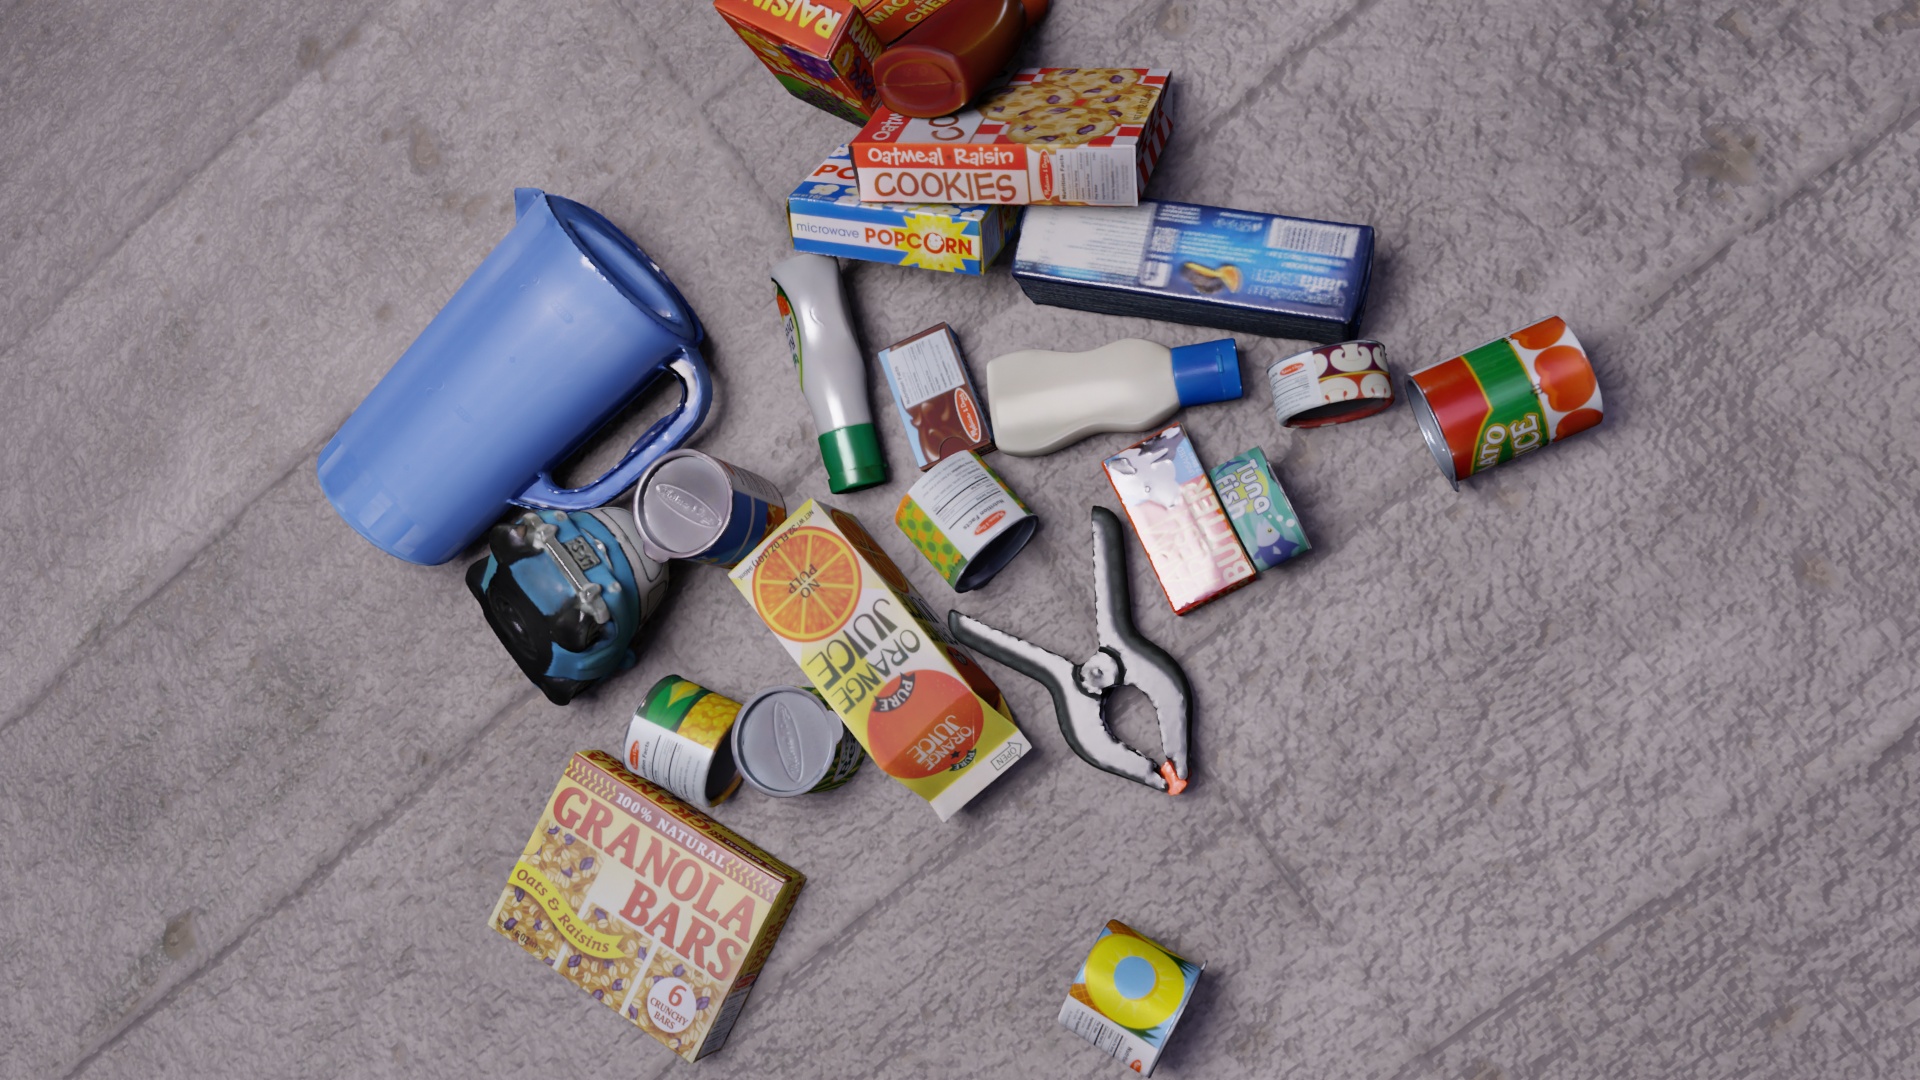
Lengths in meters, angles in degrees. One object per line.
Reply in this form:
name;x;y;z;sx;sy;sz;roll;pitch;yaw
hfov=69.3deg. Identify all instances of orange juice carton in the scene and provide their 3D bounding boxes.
orange juice carton;-0.044;0.071;0.827;0.072;0.073;0.193;-42;75;7

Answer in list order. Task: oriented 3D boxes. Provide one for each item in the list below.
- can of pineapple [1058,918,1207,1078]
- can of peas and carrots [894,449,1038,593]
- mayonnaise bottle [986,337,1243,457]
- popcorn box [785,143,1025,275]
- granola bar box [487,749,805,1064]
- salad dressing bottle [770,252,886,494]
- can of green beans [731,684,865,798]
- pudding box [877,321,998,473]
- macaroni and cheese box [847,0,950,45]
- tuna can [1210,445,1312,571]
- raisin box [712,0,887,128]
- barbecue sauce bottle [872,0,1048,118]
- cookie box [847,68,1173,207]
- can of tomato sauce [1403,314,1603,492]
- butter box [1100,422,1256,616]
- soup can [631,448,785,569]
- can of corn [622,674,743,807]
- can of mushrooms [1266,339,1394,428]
can of pineapple;0.095;0.251;0.769;0.058;0.071;0.071;27;90;17
can of peas and carrots;0.003;-0.010;0.831;0.071;0.071;0.059;-44;74;6
mayonnaise bottle;0.092;-0.090;0.829;0.148;0.041;0.065;-8;82;13
popcorn box;-0.032;-0.205;0.855;0.127;0.085;0.038;11;130;16
granola bar box;-0.197;0.224;0.866;0.166;0.039;0.124;27;90;17
salad dressing bottle;-0.081;-0.104;0.869;0.044;0.064;0.147;-14;86;-9
can of green beans;-0.097;0.121;0.842;0.071;0.058;0.071;-2;82;15
pudding box;-0.014;-0.087;0.863;0.049;0.030;0.084;-23;77;10
macaroni and cheese box;-0.037;-0.420;0.882;0.123;0.040;0.166;-18;76;42
tuna can;0.169;-0.018;0.782;0.033;0.071;0.071;-27;77;12
raisin box;-0.087;-0.303;0.863;0.086;0.123;0.040;30;91;16
barbecue sauce bottle;0.008;-0.303;0.835;0.065;0.043;0.149;7;41;28
cookie box;0.033;-0.243;0.827;0.167;0.123;0.040;5;129;16
can of tomato sauce;0.296;-0.075;0.757;0.083;0.071;0.071;-23;77;11
butter box;0.128;-0.012;0.816;0.053;0.024;0.103;-26;77;10
soup can;-0.156;-0.015;0.863;0.071;0.084;0.071;-2;82;16
can of corn;-0.164;0.122;0.858;0.058;0.071;0.071;21;89;16
can of mushrooms;0.211;-0.087;0.783;0.071;0.071;0.033;-11;80;14
